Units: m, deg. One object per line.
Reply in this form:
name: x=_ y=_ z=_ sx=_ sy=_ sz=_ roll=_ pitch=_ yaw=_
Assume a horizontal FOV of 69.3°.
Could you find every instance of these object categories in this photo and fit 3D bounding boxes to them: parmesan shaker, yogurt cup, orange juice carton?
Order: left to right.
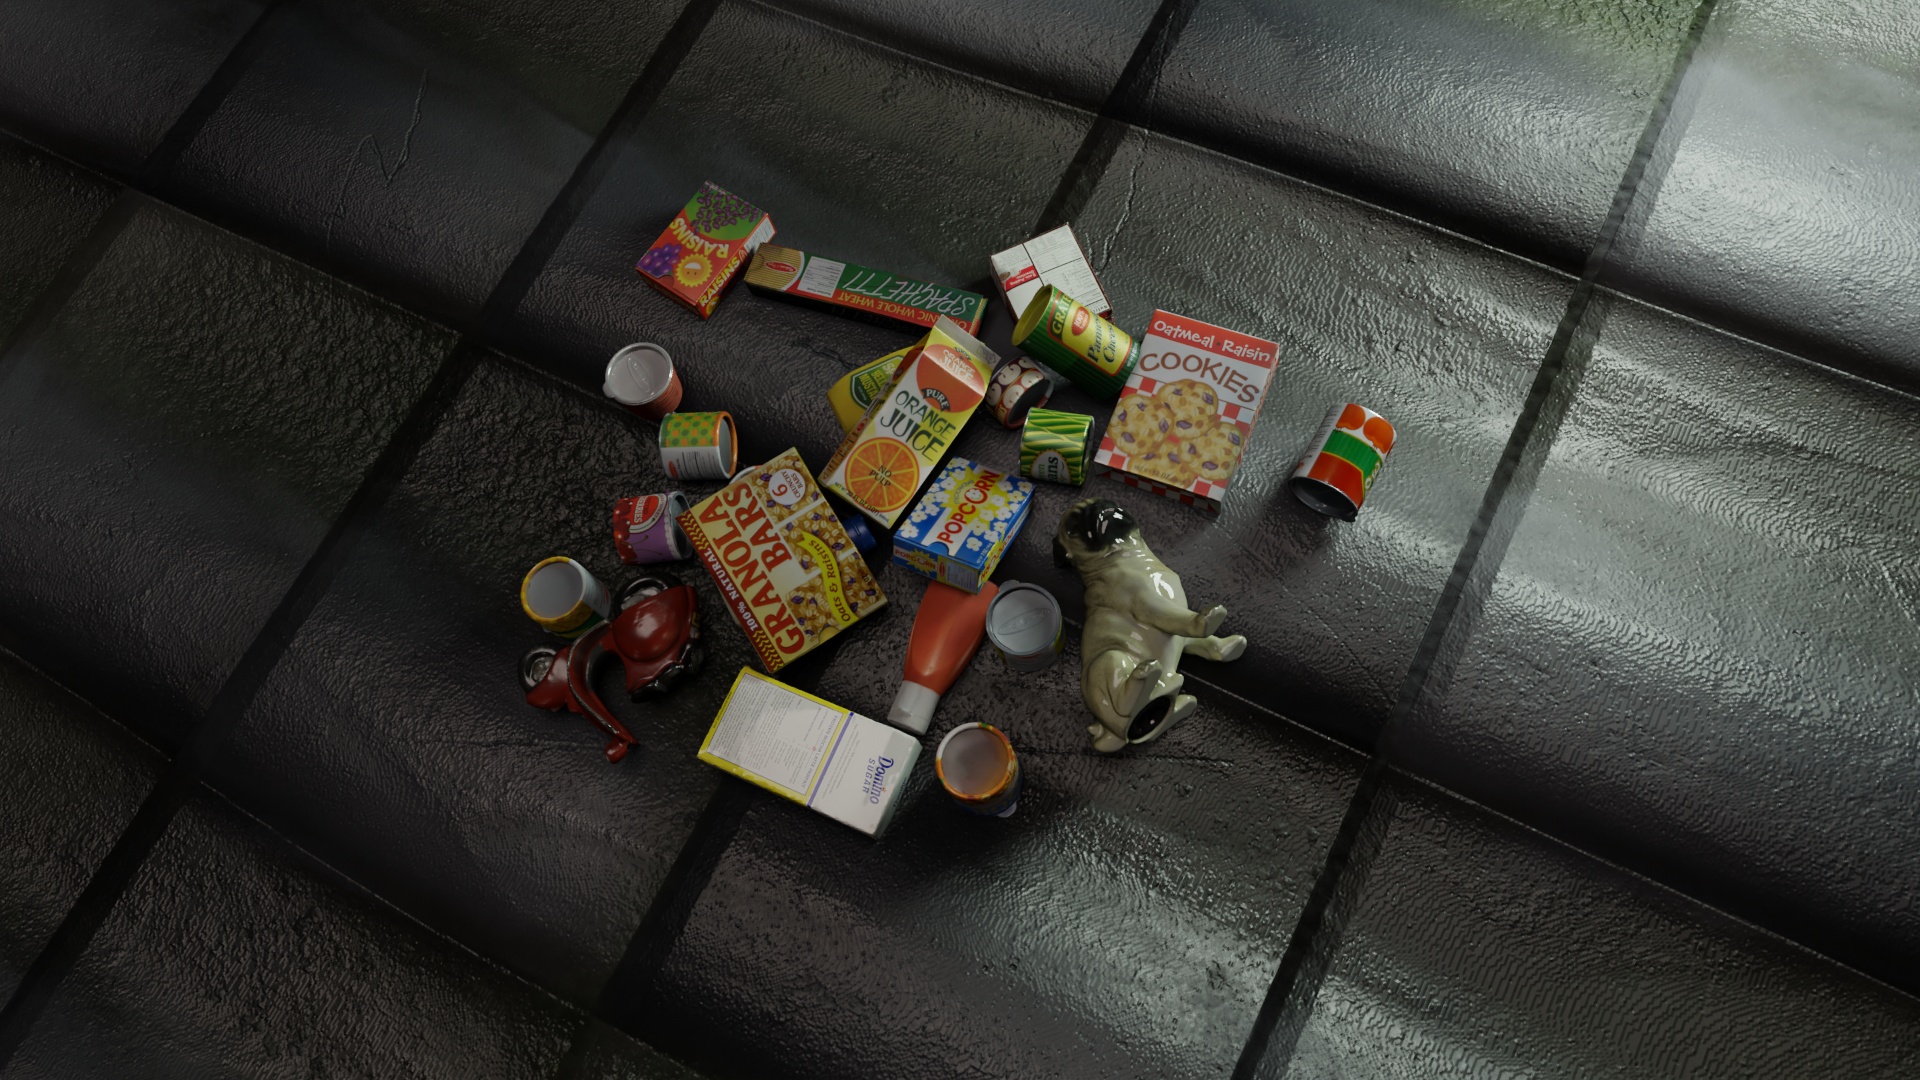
yogurt cup: x=-0.310 y=-0.155 z=1.377 sx=0.072 sy=0.053 sz=0.072 roll=-3 pitch=69 yaw=8
orange juice carton: x=-0.045 y=-0.111 z=1.278 sx=0.072 sy=0.073 sz=0.192 roll=36 pitch=89 yaw=-15
parmesan shaker: x=0.109 y=-0.186 z=1.295 sx=0.103 sy=0.071 sz=0.071 roll=30 pitch=74 yaw=-16

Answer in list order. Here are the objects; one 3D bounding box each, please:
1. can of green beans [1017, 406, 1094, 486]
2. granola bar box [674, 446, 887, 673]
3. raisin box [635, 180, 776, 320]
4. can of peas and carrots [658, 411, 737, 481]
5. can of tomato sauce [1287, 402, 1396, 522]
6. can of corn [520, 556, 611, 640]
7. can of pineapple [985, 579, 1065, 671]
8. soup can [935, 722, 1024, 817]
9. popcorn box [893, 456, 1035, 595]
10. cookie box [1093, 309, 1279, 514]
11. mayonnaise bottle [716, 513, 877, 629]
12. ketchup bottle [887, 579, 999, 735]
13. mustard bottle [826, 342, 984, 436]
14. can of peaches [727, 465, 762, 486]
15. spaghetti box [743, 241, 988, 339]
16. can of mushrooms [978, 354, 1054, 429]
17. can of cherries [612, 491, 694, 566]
can of green beans: x=0.089 y=-0.086 z=1.283 sx=0.058 sy=0.071 sz=0.071 roll=10 pitch=71 yaw=12
granola bar box: x=-0.159 y=0.018 z=1.248 sx=0.124 sy=0.039 sz=0.165 roll=-32 pitch=90 yaw=-4
raisin box: x=-0.262 y=-0.300 z=1.433 sx=0.086 sy=0.040 sz=0.123 roll=32 pitch=78 yaw=18
can of peas and carrots: x=-0.251 y=-0.093 z=1.338 sx=0.059 sy=0.070 sz=0.071 roll=-2 pitch=69 yaw=8
can of tomato sauce: x=0.342 y=-0.070 z=1.238 sx=0.071 sy=0.071 sz=0.083 roll=27 pitch=75 yaw=17
can of corn: x=-0.373 y=0.056 z=1.303 sx=0.071 sy=0.058 sz=0.071 roll=-3 pitch=69 yaw=8
can of pineapple: x=0.058 y=0.076 z=1.230 sx=0.071 sy=0.057 sz=0.071 roll=-3 pitch=69 yaw=7
soup can: x=0.019 y=0.197 z=1.176 sx=0.071 sy=0.083 sz=0.071 roll=-3 pitch=70 yaw=7
popcorn box: x=0.004 y=-0.016 z=1.257 sx=0.085 sy=0.038 sz=0.127 roll=21 pitch=46 yaw=15
cookie box: x=0.211 y=-0.122 z=1.292 sx=0.123 sy=0.040 sz=0.168 roll=19 pitch=74 yaw=15
mayonnaise bottle: x=-0.151 y=0.024 z=1.291 sx=0.148 sy=0.041 sz=0.065 roll=-27 pitch=77 yaw=-4
ketchup bottle: x=-0.020 y=0.099 z=1.241 sx=0.065 sy=0.043 sz=0.149 roll=20 pitch=74 yaw=15
mustard bottle: x=-0.049 y=-0.155 z=1.339 sx=0.160 sy=0.048 sz=0.065 roll=-30 pitch=71 yaw=-3
can of peaches: x=-0.182 y=-0.029 z=1.307 sx=0.071 sy=0.058 sz=0.071 roll=-3 pitch=69 yaw=8
spaghetti box: x=-0.095 y=-0.246 z=1.392 sx=0.250 sy=0.028 sz=0.050 roll=16 pitch=73 yaw=14
can of mushrooms: x=0.053 y=-0.138 z=1.308 sx=0.071 sy=0.071 sz=0.033 roll=-42 pitch=70 yaw=-8
can of cherries: x=-0.290 y=-0.013 z=1.310 sx=0.058 sy=0.071 sz=0.072 roll=-7 pitch=69 yaw=7
